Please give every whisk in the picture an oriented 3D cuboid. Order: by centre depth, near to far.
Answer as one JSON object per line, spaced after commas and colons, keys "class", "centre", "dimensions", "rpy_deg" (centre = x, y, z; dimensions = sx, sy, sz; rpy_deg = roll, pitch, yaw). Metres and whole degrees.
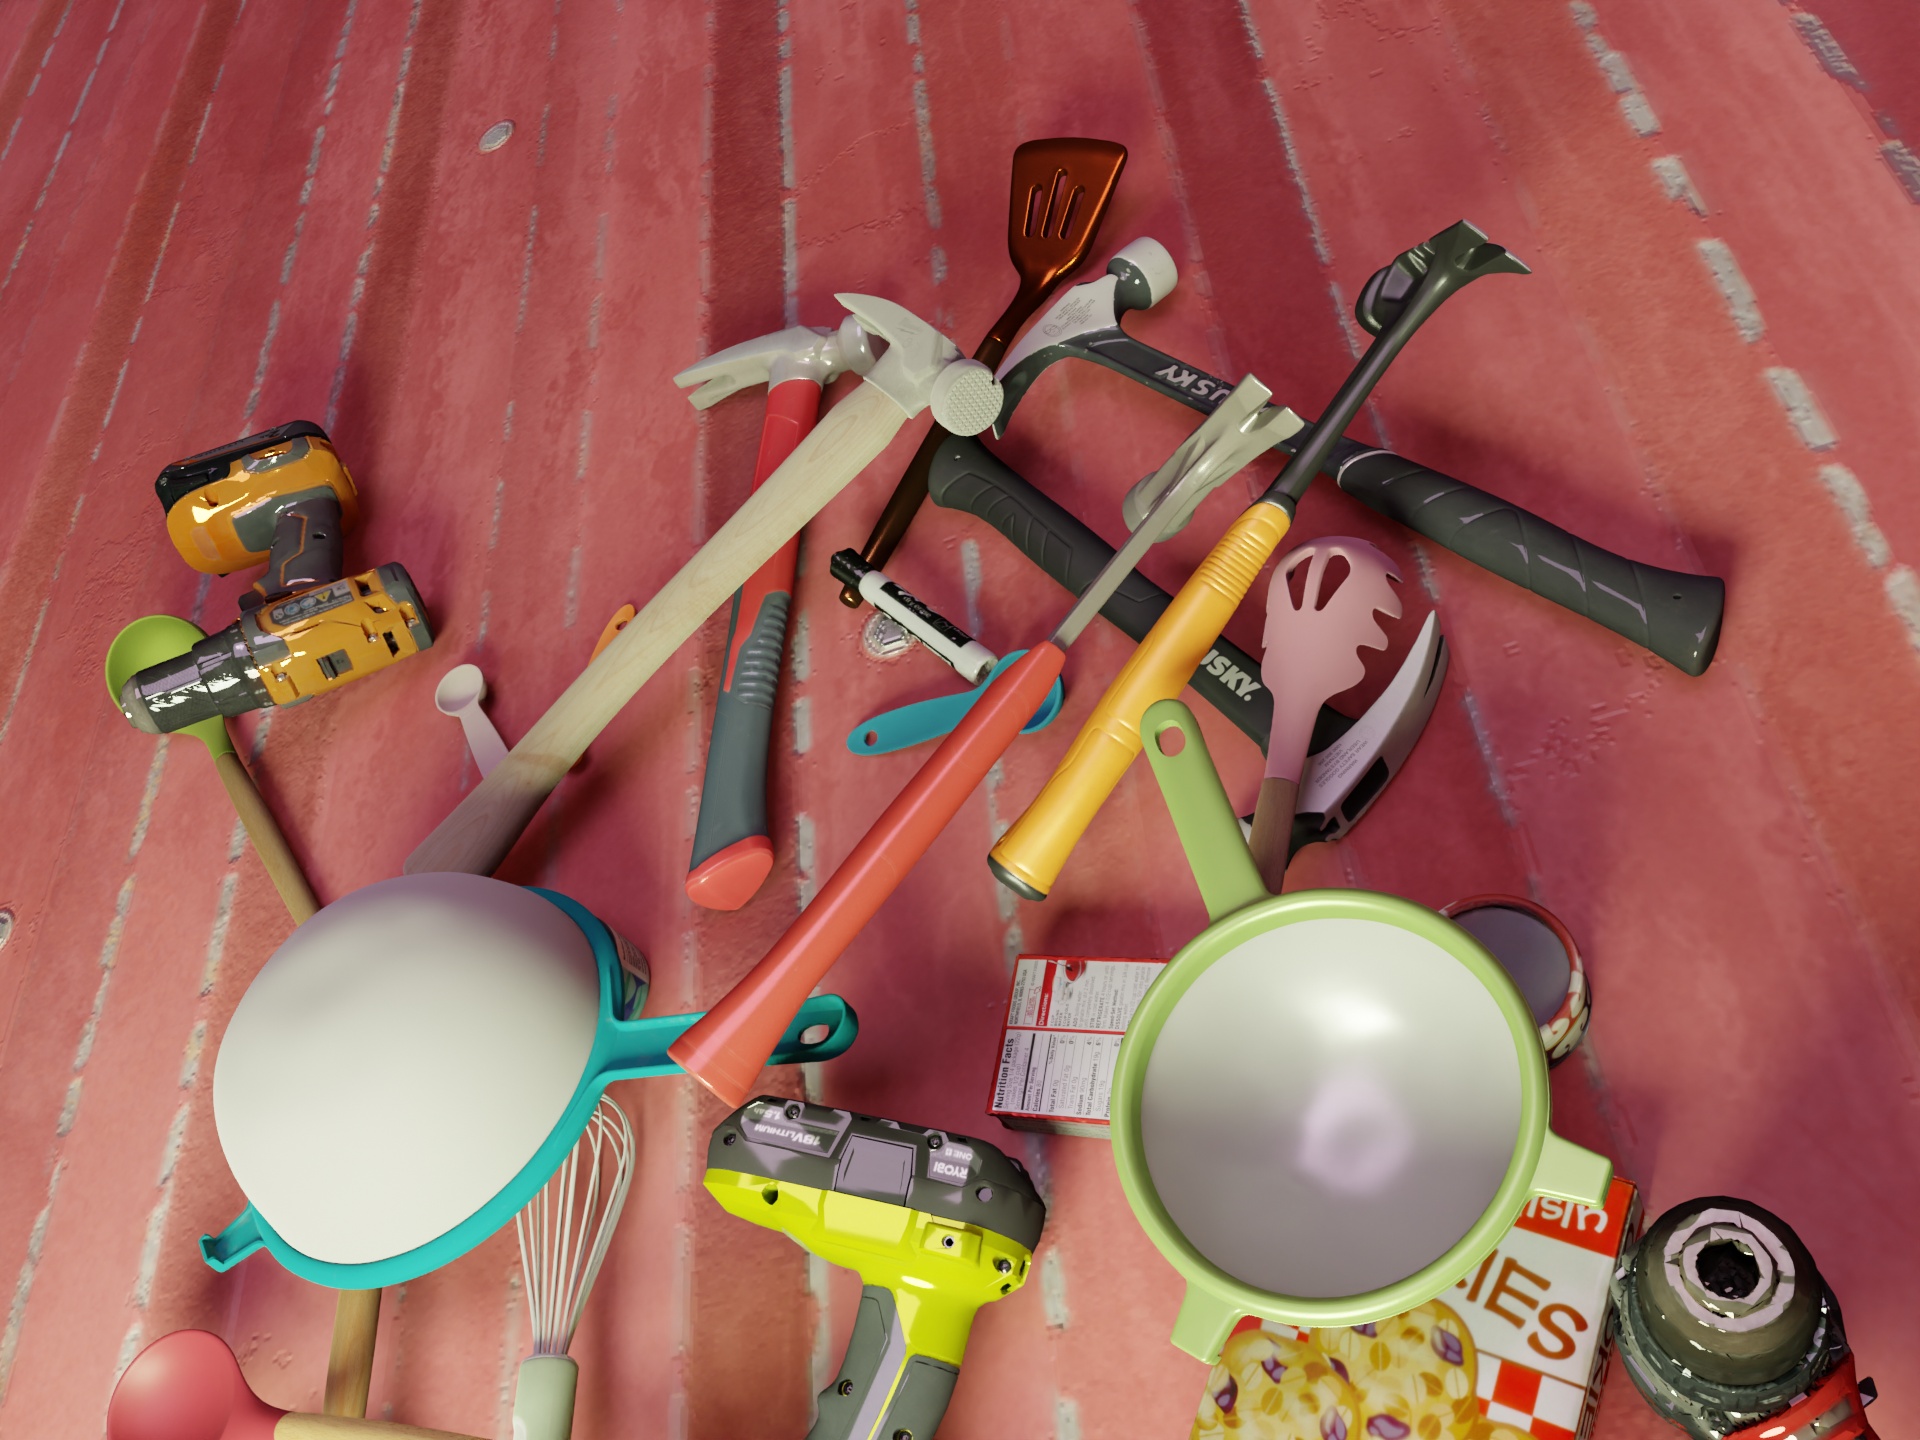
{"class": "whisk", "centre": [-0.178, 0.270, 0.688], "dimensions": [0.057, 0.059, 0.247], "rpy_deg": [-53, 30, 43]}

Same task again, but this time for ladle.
{"class": "ladle", "centre": [-0.271, 0.301, 0.673], "dimensions": [0.315, 0.031, 0.069], "rpy_deg": [-12, 58, 36]}
{"class": "ladle", "centre": [-0.464, 0.037, 1.002], "dimensions": [0.078, 0.062, 0.320], "rpy_deg": [-49, 53, 3]}

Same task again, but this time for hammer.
{"class": "hammer", "centre": [0.009, 0.008, 0.666], "dimensions": [0.036, 0.149, 0.359], "rpy_deg": [40, 75, -3]}
{"class": "hammer", "centre": [0.118, -0.064, 0.688], "dimensions": [0.034, 0.127, 0.337], "rpy_deg": [34, 92, -6]}
{"class": "hammer", "centre": [0.179, -0.127, 0.776], "dimensions": [0.149, 0.036, 0.409], "rpy_deg": [-41, 51, -16]}
{"class": "hammer", "centre": [0.089, -0.063, 0.792], "dimensions": [0.146, 0.035, 0.335], "rpy_deg": [-43, 50, -3]}
{"class": "hammer", "centre": [-0.158, -0.065, 0.872], "dimensions": [0.410, 0.038, 0.146], "rpy_deg": [-46, 45, 1]}
{"class": "hammer", "centre": [-0.125, -0.072, 0.907], "dimensions": [0.143, 0.038, 0.387], "rpy_deg": [-11, 55, 23]}

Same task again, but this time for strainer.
{"class": "strainer", "centre": [0.122, 0.101, 0.592], "dimensions": [0.151, 0.069, 0.257], "rpy_deg": [-28, 48, 14]}
{"class": "strainer", "centre": [-0.213, 0.135, 0.718], "dimensions": [0.340, 0.095, 0.211], "rpy_deg": [-10, 47, 24]}

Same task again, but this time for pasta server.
{"class": "pasta server", "centre": [0.130, 0.054, 0.656], "dimensions": [0.060, 0.040, 0.316], "rpy_deg": [3, 66, 30]}

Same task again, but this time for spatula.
{"class": "spatula", "centre": [0.005, -0.205, 0.924], "dimensions": [0.081, 0.041, 0.323], "rpy_deg": [16, 69, 33]}

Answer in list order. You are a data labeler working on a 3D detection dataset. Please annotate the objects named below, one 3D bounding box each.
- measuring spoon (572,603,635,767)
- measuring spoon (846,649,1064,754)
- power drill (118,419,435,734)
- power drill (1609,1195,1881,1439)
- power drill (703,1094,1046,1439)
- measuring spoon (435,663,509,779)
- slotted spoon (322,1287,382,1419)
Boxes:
{"class": "measuring spoon", "centre": [-0.213, -0.020, 0.938], "dimensions": [0.021, 0.011, 0.117], "rpy_deg": [-1, 56, 26]}
{"class": "measuring spoon", "centre": [-0.001, -0.003, 0.813], "dimensions": [0.128, 0.021, 0.042], "rpy_deg": [-16, 75, 28]}
{"class": "power drill", "centre": [-0.463, -0.090, 1.040], "dimensions": [0.185, 0.084, 0.226], "rpy_deg": [-24, 50, -16]}
{"class": "power drill", "centre": [0.258, 0.229, 0.416], "dimensions": [0.080, 0.187, 0.227], "rpy_deg": [-36, 54, 3]}
{"class": "power drill", "centre": [-0.070, 0.270, 0.610], "dimensions": [0.190, 0.080, 0.229], "rpy_deg": [8, 63, 16]}
{"class": "measuring spoon", "centre": [-0.281, 0.014, 0.949], "dimensions": [0.034, 0.018, 0.124], "rpy_deg": [-37, 57, 1]}
{"class": "slotted spoon", "centre": [-0.283, 0.247, 0.763], "dimensions": [0.070, 0.031, 0.314], "rpy_deg": [-25, 46, 17]}
